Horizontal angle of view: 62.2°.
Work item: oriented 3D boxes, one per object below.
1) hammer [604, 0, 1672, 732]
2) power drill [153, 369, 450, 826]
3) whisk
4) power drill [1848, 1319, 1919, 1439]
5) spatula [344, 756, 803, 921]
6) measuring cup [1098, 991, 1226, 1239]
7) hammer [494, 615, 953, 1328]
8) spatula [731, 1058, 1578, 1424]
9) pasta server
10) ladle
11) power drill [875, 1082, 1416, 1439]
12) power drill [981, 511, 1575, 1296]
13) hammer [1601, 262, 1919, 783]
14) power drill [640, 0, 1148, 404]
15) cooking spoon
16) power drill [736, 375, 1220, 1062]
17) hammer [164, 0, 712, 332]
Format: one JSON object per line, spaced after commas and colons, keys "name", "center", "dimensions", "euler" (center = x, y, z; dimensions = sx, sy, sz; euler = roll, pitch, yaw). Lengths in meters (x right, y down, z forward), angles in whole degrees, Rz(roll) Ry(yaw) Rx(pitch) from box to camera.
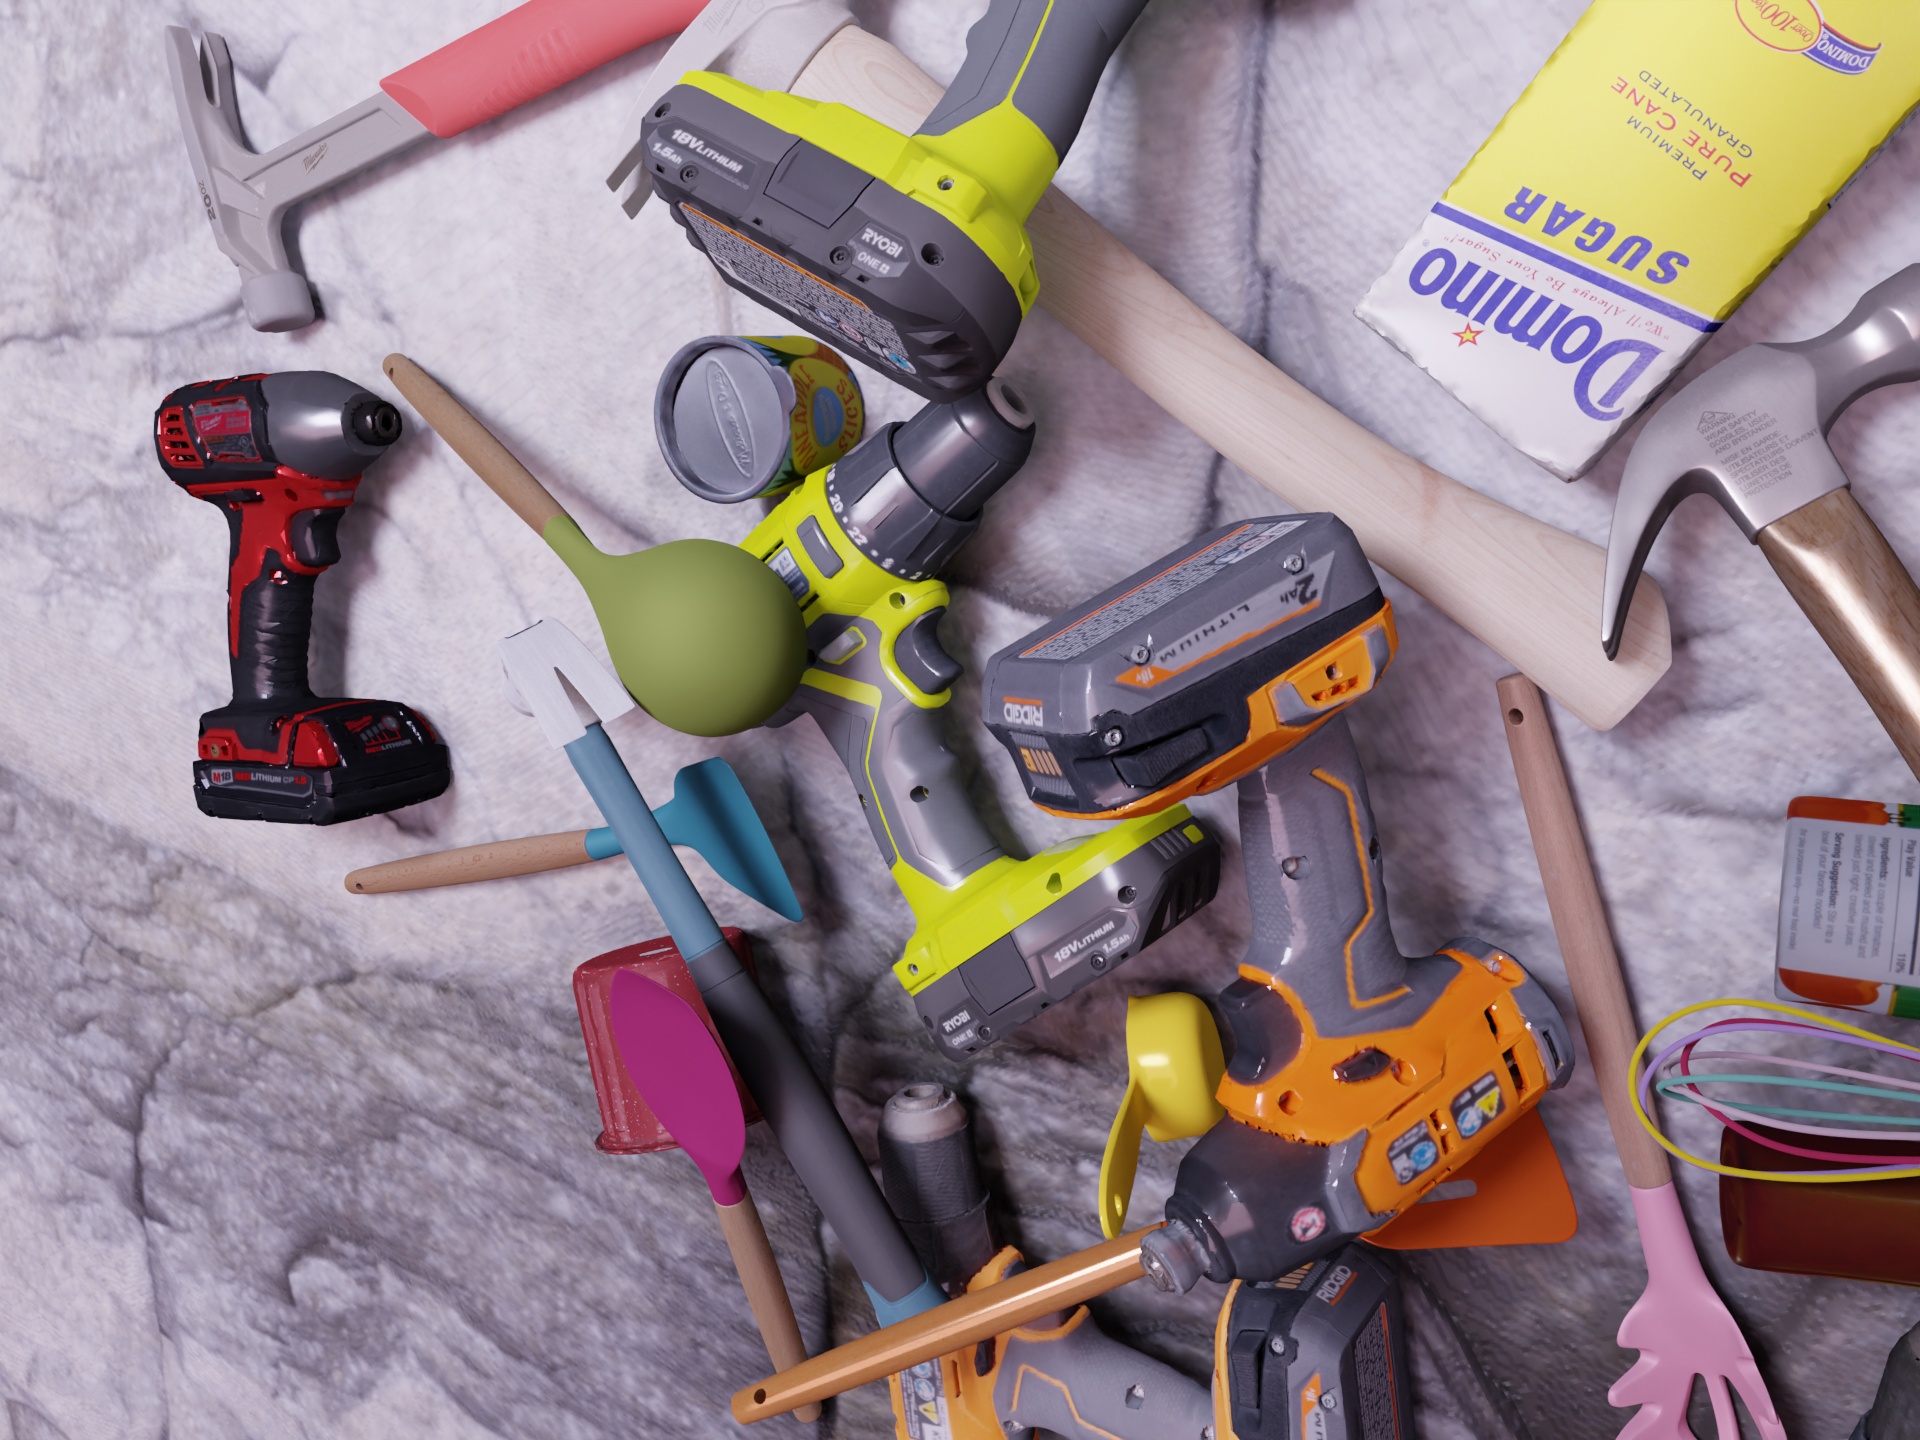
{"name": "hammer", "center": [0.060, -0.130, 0.558], "dimensions": [0.411, 0.038, 0.146], "euler": [40, 88, 11]}
{"name": "power drill", "center": [-0.327, -0.063, 0.795], "dimensions": [0.143, 0.078, 0.219], "euler": [1, 99, 28]}
{"name": "whisk", "center": [0.325, 0.115, 0.464], "dimensions": [0.245, 0.047, 0.051], "euler": [3, 146, 11]}
{"name": "power drill", "center": [0.380, 0.298, 0.488], "dimensions": [0.227, 0.080, 0.187], "euler": [15, 108, 28]}
{"name": "spatula", "center": [-0.203, 0.067, 0.773], "dimensions": [0.317, 0.044, 0.082], "euler": [-11, 112, 32]}
{"name": "measuring cup", "center": [0.074, 0.144, 0.574], "dimensions": [0.029, 0.156, 0.062], "euler": [-13, 98, 16]}
{"name": "hammer", "center": [-0.096, 0.105, 0.643], "dimensions": [0.331, 0.033, 0.128], "euler": [60, 163, 0]}
{"name": "spatula", "center": [0.059, 0.203, 0.589], "dimensions": [0.322, 0.041, 0.081], "euler": [-26, 56, 13]}
{"name": "pasta server", "center": [0.231, 0.137, 0.553], "dimensions": [0.060, 0.040, 0.316], "euler": [-13, 94, 42]}
{"name": "ladle", "center": [-0.172, -0.093, 0.681], "dimensions": [0.320, 0.062, 0.078], "euler": [41, 125, 39]}
{"name": "power drill", "center": [0.061, 0.247, 0.652], "dimensions": [0.226, 0.084, 0.185], "euler": [-3, 99, 34]}
{"name": "power drill", "center": [0.094, 0.066, 0.511], "dimensions": [0.226, 0.164, 0.084], "euler": [65, 160, -14]}
{"name": "hammer", "center": [0.289, 0.038, 0.430], "dimensions": [0.130, 0.031, 0.332], "euler": [-31, 67, 19]}
{"name": "power drill", "center": [0.003, -0.234, 0.525], "dimensions": [0.171, 0.080, 0.223], "euler": [33, 84, 17]}
{"name": "cooking spoon", "center": [-0.094, 0.218, 0.688], "dimensions": [0.069, 0.017, 0.318], "euler": [19, 136, 31]}
{"name": "power drill", "center": [-0.001, -0.002, 0.627], "dimensions": [0.190, 0.080, 0.228], "euler": [-38, 80, 31]}
{"name": "hammer", "center": [-0.217, -0.291, 0.700], "dimensions": [0.359, 0.036, 0.149], "euler": [-10, 97, 31]}
